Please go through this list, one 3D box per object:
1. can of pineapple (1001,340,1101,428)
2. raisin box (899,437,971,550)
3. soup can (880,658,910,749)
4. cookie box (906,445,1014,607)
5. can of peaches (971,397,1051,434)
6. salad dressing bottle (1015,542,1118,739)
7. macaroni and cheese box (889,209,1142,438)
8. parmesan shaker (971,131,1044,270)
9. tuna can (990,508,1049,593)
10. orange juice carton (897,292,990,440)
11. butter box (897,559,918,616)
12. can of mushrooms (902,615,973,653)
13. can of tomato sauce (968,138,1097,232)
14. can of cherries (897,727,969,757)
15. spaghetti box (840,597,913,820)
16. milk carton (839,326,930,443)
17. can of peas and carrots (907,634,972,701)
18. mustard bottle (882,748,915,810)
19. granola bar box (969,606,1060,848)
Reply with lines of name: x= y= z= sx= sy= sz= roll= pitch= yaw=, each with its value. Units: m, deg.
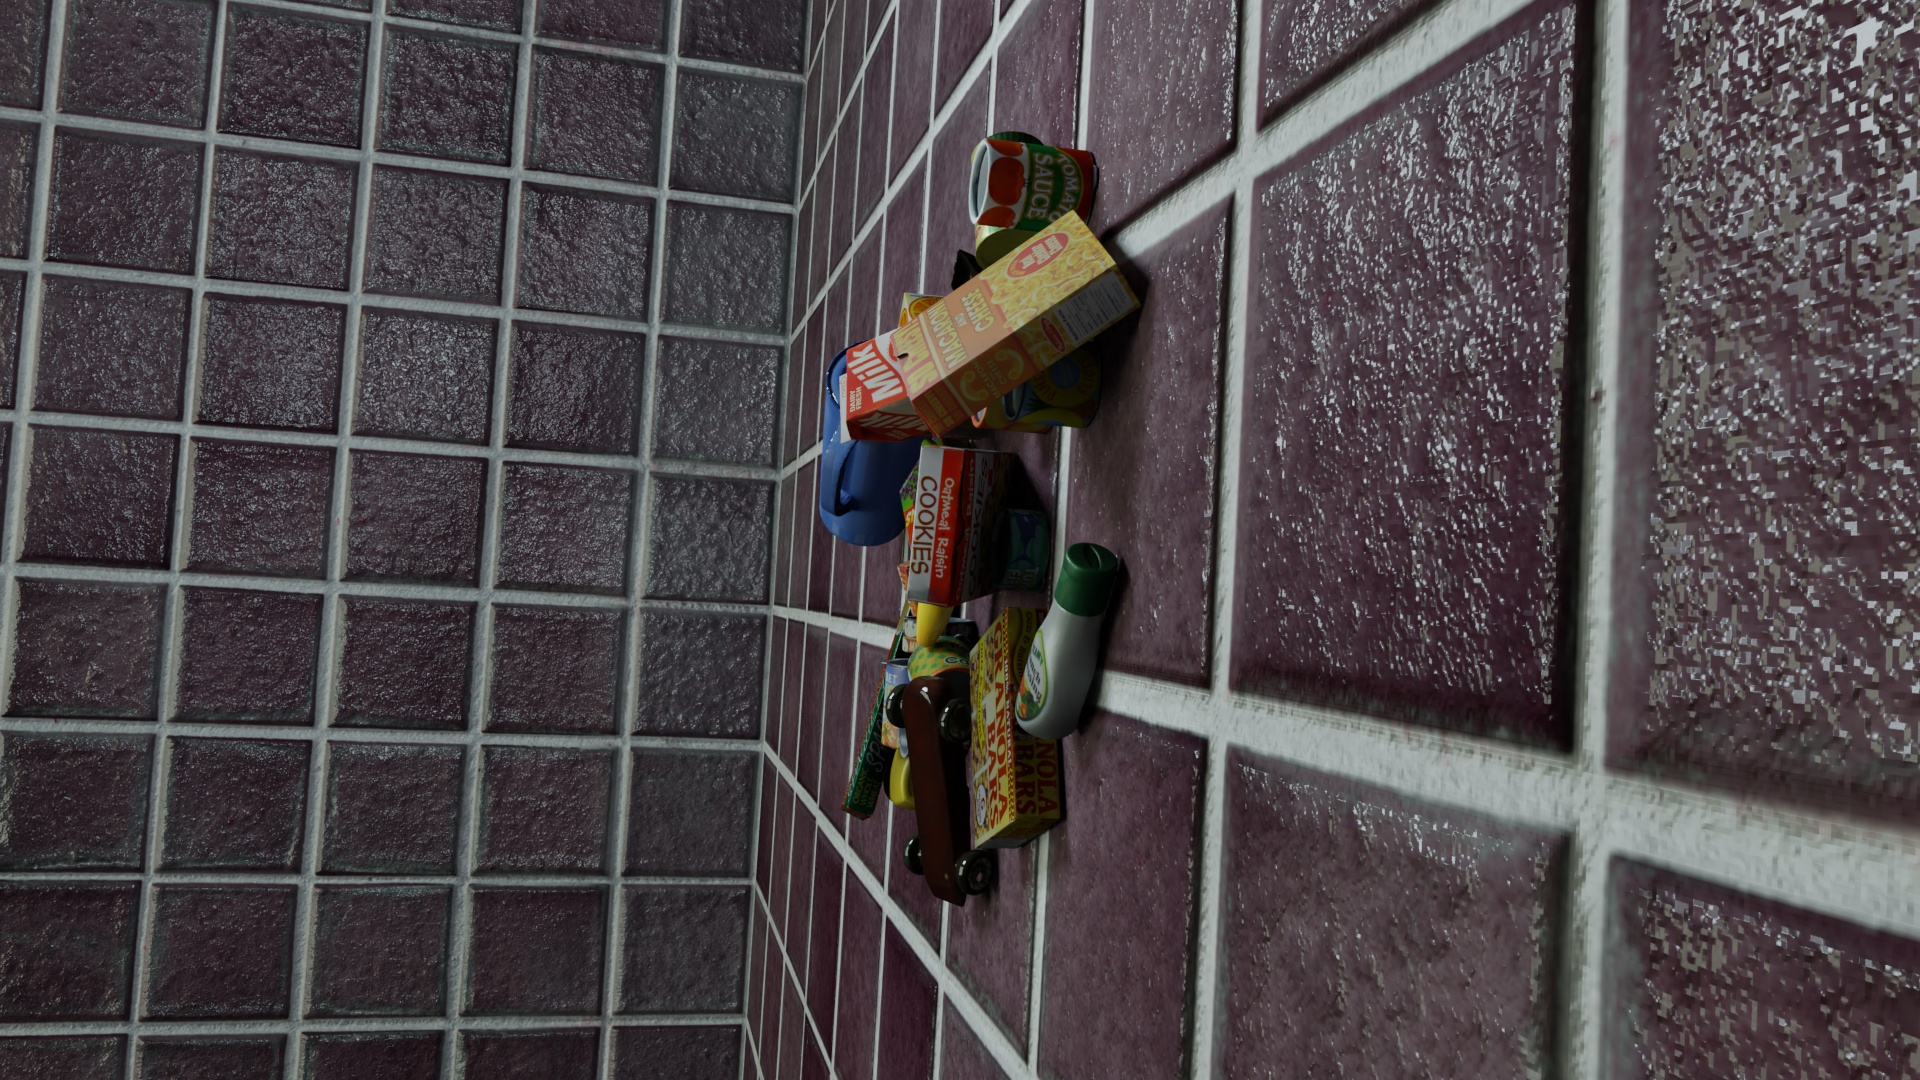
can of pineapple: x=0.067 y=-0.117 z=1.021 sx=0.071 sy=0.058 sz=0.071 roll=-175 pitch=88 yaw=-77
raisin box: x=-0.018 y=-0.039 z=1.347 sx=0.085 sy=0.040 sz=0.124 roll=-55 pitch=27 yaw=27
soup can: x=-0.047 y=0.163 z=1.390 sx=0.071 sy=0.071 sz=0.083 roll=-166 pitch=80 yaw=-76
cookie box: x=0.004 y=-0.014 z=1.143 sx=0.167 sy=0.040 sz=0.123 roll=-8 pitch=-77 yaw=-74
can of peaches: x=0.042 y=-0.119 z=1.125 sx=0.071 sy=0.058 sz=0.071 roll=-174 pitch=88 yaw=-76
salad dressing bottle: x=0.074 y=0.070 z=0.964 sx=0.064 sy=0.044 sz=0.146 roll=-103 pitch=22 yaw=-54
macaroni and cheese box: x=0.033 y=-0.156 z=0.981 sx=0.040 sy=0.166 sz=0.124 roll=53 pitch=-171 yaw=-30
parmesan shaker: x=0.044 y=-0.280 z=1.149 sx=0.071 sy=0.071 sz=0.103 roll=118 pitch=153 yaw=-60
tuna can: x=0.047 y=0.010 z=1.120 sx=0.071 sy=0.033 sz=0.071 roll=-174 pitch=88 yaw=-77
orange juice carton: x=-0.018 y=-0.160 z=1.362 sx=0.194 sy=0.072 sz=0.072 roll=-101 pitch=19 yaw=-48
butter box: x=-0.035 y=0.070 z=1.387 sx=0.053 sy=0.024 sz=0.103 roll=-164 pitch=57 yaw=-79
can of mushrooms: x=-0.022 y=0.090 z=1.314 sx=0.071 sy=0.071 sz=0.033 roll=-173 pitch=87 yaw=-77
can of tomato sauce: x=0.054 y=-0.270 z=1.065 sx=0.071 sy=0.083 sz=0.071 roll=-174 pitch=88 yaw=-77
can of cherries: x=-0.025 y=0.174 z=1.325 sx=0.071 sy=0.058 sz=0.071 roll=-176 pitch=88 yaw=-76
spaghetti box: x=-0.073 y=0.167 z=1.452 sx=0.050 sy=0.029 sz=0.251 roll=135 pitch=153 yaw=-71
milk carton: x=-0.039 y=-0.143 z=1.239 sx=0.190 sy=0.073 sz=0.072 roll=-17 pitch=65 yaw=37
can of peas and carrots: x=-0.010 y=0.128 z=1.261 sx=0.059 sy=0.071 sz=0.070 roll=-114 pitch=31 yaw=-63
mustard bottle: x=-0.055 y=0.243 z=1.448 sx=0.160 sy=0.049 sz=0.065 roll=160 pitch=119 yaw=-77
granola bar box: x=0.041 y=0.149 z=1.091 sx=0.123 sy=0.039 sz=0.166 roll=121 pitch=151 yaw=-64
